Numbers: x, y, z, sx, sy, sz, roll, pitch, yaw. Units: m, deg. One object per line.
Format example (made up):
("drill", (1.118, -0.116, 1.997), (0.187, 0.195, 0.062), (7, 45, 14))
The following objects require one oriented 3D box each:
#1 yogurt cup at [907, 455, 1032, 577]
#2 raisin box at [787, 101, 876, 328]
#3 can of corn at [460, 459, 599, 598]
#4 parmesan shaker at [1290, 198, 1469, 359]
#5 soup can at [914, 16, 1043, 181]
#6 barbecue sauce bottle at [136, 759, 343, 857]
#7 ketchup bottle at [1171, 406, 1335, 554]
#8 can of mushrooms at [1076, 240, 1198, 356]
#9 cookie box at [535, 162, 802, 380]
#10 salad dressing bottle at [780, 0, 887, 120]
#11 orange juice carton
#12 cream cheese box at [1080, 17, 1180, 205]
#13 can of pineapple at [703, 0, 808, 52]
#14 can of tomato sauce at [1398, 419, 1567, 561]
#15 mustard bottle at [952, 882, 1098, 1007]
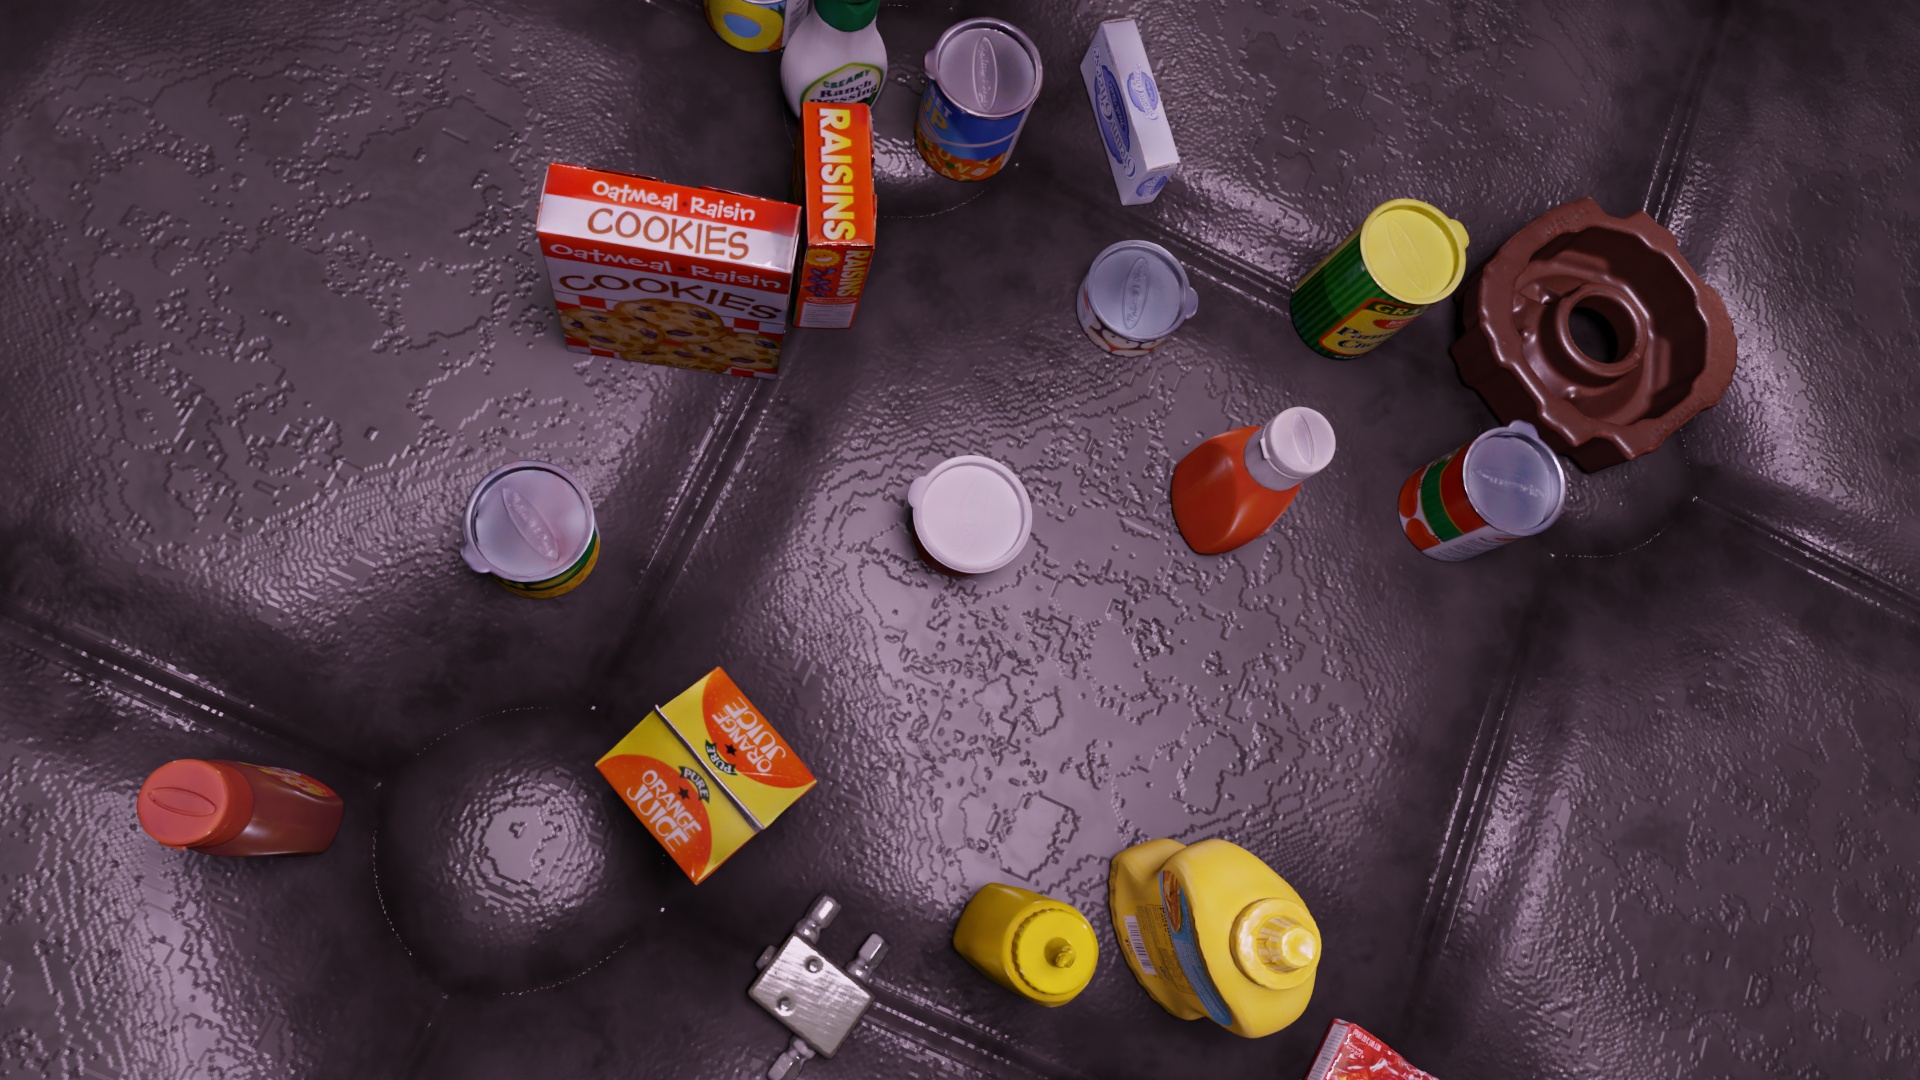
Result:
("yogurt cup", (0.003, -0.010, 0.802), (0.072, 0.053, 0.072), (2, 77, -10))
("raisin box", (-0.075, -0.181, 0.792), (0.040, 0.123, 0.086), (0, 77, -11))
("can of corn", (-0.233, -0.003, 0.754), (0.071, 0.058, 0.071), (2, 77, -10))
("parmesan shaker", (0.258, -0.159, 0.859), (0.071, 0.103, 0.071), (2, 77, -10))
("soup can", (0.006, -0.268, 0.848), (0.071, 0.083, 0.071), (2, 77, -10))
("barbecue sauce bottle", (-0.342, 0.127, 0.657), (0.065, 0.148, 0.044), (18, 75, -6))
("ketchup bottle", (0.164, -0.036, 0.789), (0.043, 0.148, 0.065), (-9, 79, -12))
("can of mushrooms", (0.109, -0.149, 0.866), (0.071, 0.033, 0.071), (2, 77, -10))
("cookie box", (-0.153, -0.139, 0.744), (0.123, 0.167, 0.040), (7, 76, -9))
("salad dressing bottle", (-0.070, -0.291, 0.806), (0.064, 0.147, 0.044), (-17, 81, -14))
("orange juice carton", (-0.123, 0.116, 0.677), (0.073, 0.192, 0.072), (-40, 87, -16))
("cream cheese box", (0.107, -0.271, 0.883), (0.024, 0.053, 0.104), (-13, 80, -13))
("can of pineapple", (-0.127, -0.345, 0.855), (0.071, 0.057, 0.071), (2, 77, -10))
("can of tomato sauce", (0.317, -0.028, 0.850), (0.071, 0.083, 0.071), (2, 77, -10))
("mustard bottle", (0.039, 0.206, 0.703), (0.065, 0.160, 0.049), (33, 74, -2))
